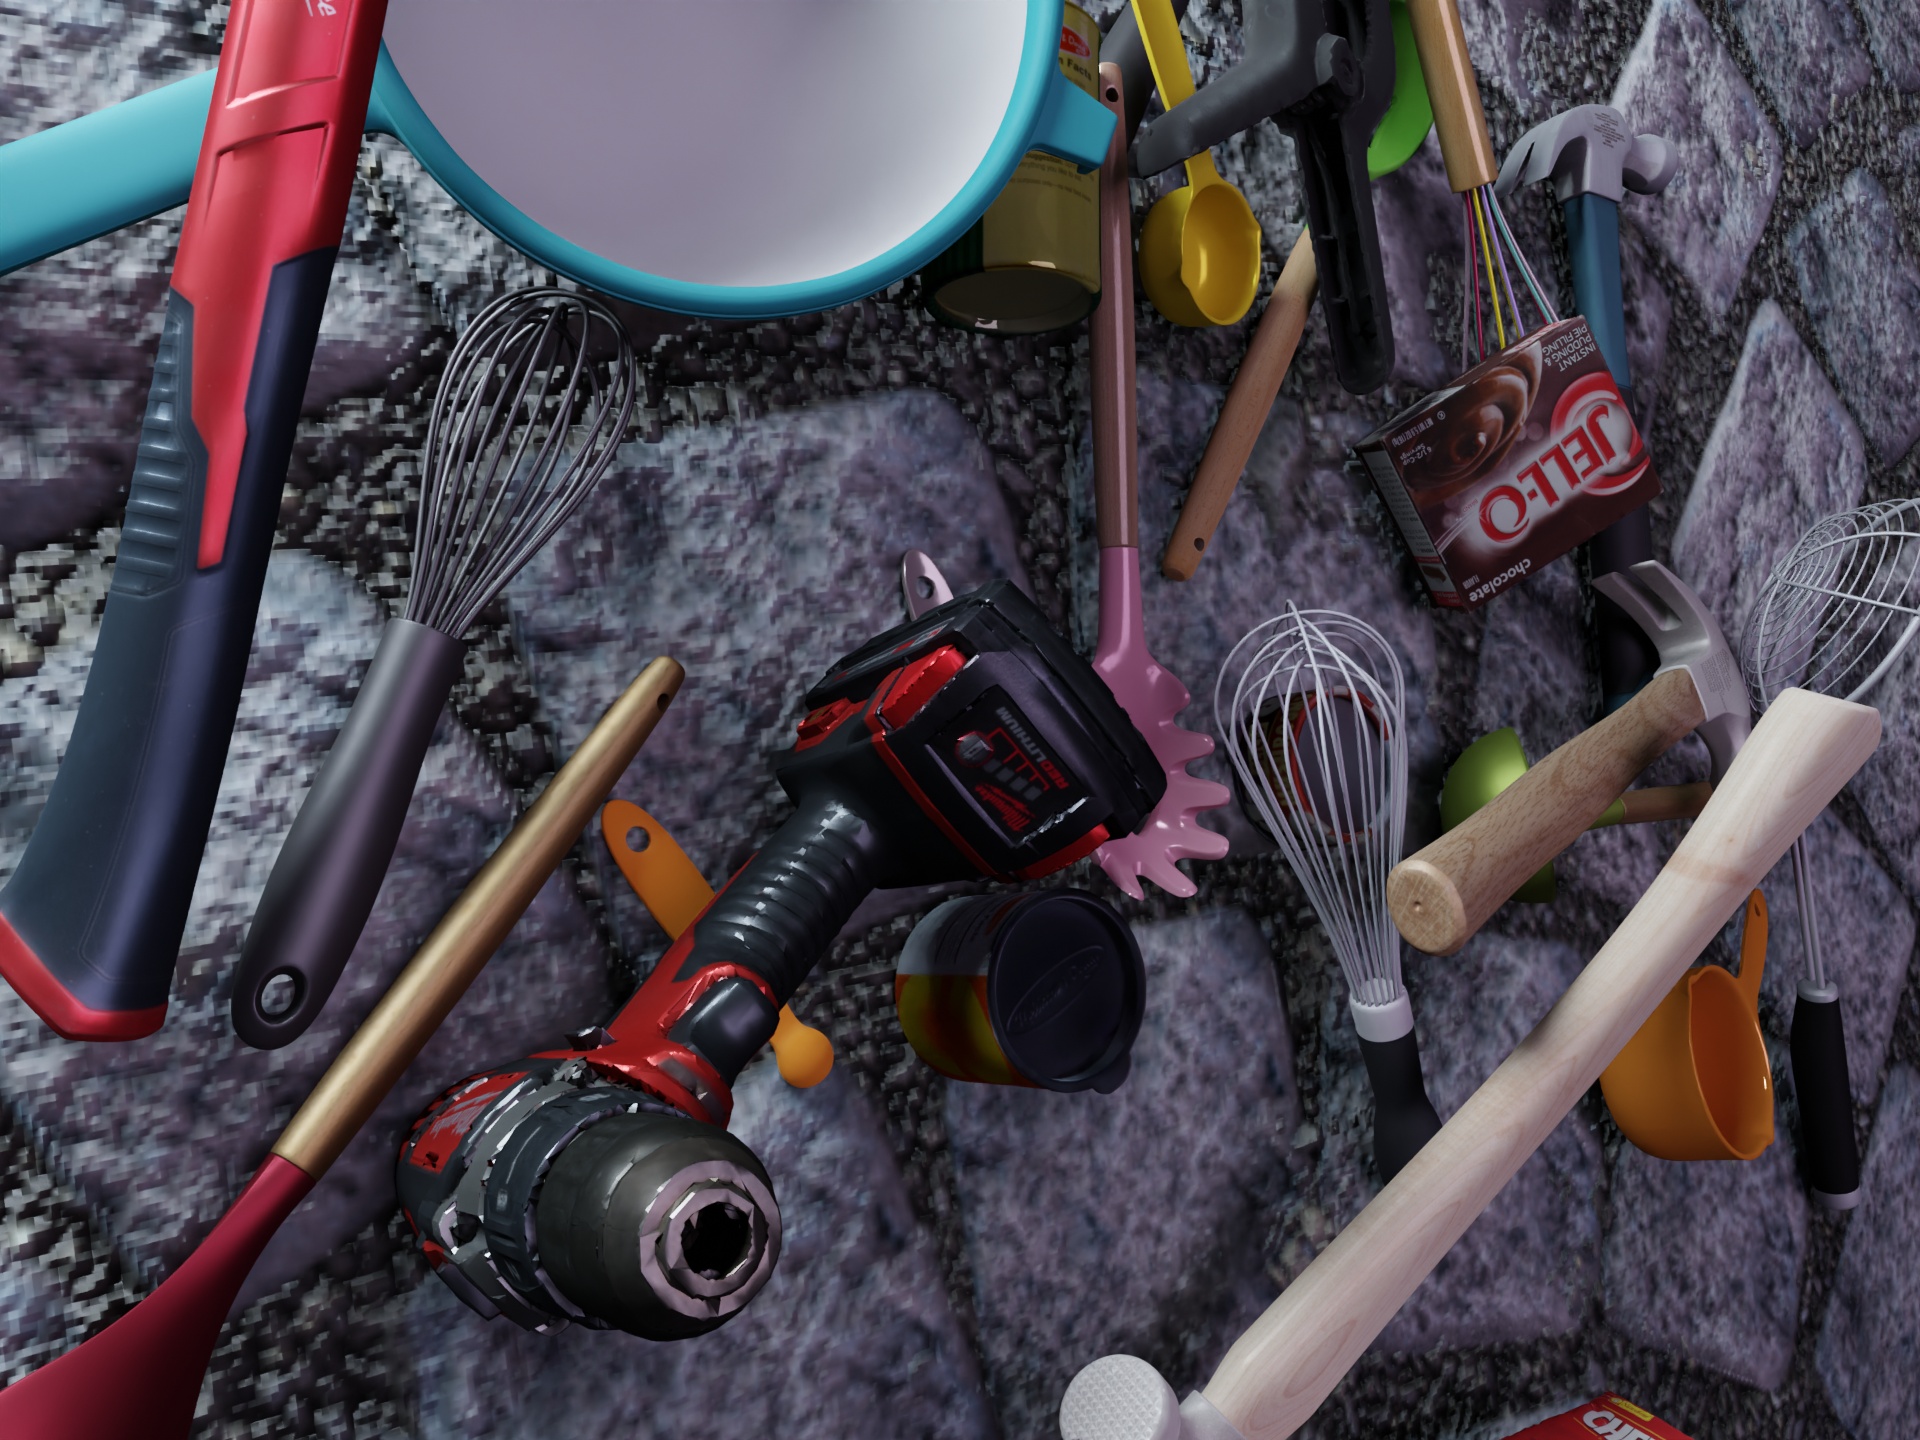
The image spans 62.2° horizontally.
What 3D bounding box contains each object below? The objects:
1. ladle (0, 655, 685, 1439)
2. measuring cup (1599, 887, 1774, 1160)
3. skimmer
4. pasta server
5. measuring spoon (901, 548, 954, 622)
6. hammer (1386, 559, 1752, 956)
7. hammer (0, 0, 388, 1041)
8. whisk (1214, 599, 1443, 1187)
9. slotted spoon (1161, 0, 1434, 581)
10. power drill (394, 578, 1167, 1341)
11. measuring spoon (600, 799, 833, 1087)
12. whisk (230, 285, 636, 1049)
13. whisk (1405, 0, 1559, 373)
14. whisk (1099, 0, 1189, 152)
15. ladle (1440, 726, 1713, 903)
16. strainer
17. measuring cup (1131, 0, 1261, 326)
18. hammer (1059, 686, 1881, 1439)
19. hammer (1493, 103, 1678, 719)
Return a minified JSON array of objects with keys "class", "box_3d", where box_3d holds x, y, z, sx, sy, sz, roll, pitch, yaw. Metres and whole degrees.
[{"class":"ladle","box_3d":[-0.164,0.099,0.432,0.315,0.031,0.069,-58,145,-30]},{"class":"measuring cup","box_3d":[0.355,0.139,0.770,0.095,0.052,0.174,57,43,-14]},{"class":"skimmer","box_3d":[0.452,0.075,0.792,0.127,0.090,0.363,-56,135,-73]},{"class":"pasta server","box_3d":[0.062,-0.093,0.597,0.060,0.040,0.316,-1,88,-22]},{"class":"measuring spoon","box_3d":[-0.001,-0.002,0.572,0.034,0.018,0.124,-15,84,-35]},{"class":"hammer","box_3d":[0.262,0.018,0.659,0.331,0.031,0.130,-22,90,-46]},{"class":"hammer","box_3d":[-0.162,-0.109,0.402,0.143,0.038,0.386,12,90,-16]},{"class":"whisk","box_3d":[0.157,0.085,0.615,0.070,0.070,0.284,-33,117,-33]},{"class":"slotted spoon","box_3d":[0.146,-0.192,0.692,0.070,0.031,0.314,37,66,-29]},{"class":"power drill","box_3d":[-0.043,0.063,0.420,0.080,0.188,0.227,50,61,-12]},{"class":"measuring spoon","box_3d":[-0.076,0.072,0.507,0.021,0.011,0.117,-44,107,-31]},{"class":"whisk","box_3d":[-0.150,-0.022,0.455,0.055,0.055,0.239,27,73,-28]},{"class":"whisk","box_3d":[0.243,-0.225,0.734,0.047,0.051,0.245,-27,106,-26]},{"class":"whisk","box_3d":[0.097,-0.329,0.664,0.073,0.073,0.296,33,72,-26]},{"class":"ladle","box_3d":[0.341,0.039,0.770,0.320,0.062,0.078,-2,76,-37]},{"class":"strainer","box_3d":[-0.136,-0.192,0.475,0.340,0.095,0.211,-27,98,-13]},{"class":"measuring cup","box_3d":[0.080,-0.232,0.630,0.062,0.029,0.156,-39,119,-37]},{"class":"hammer","box_3d":[0.212,0.143,0.589,0.410,0.038,0.146,-43,125,-13]},{"class":"hammer","box_3d":[0.330,-0.153,0.805,0.128,0.033,0.331,3,81,-35]}]
